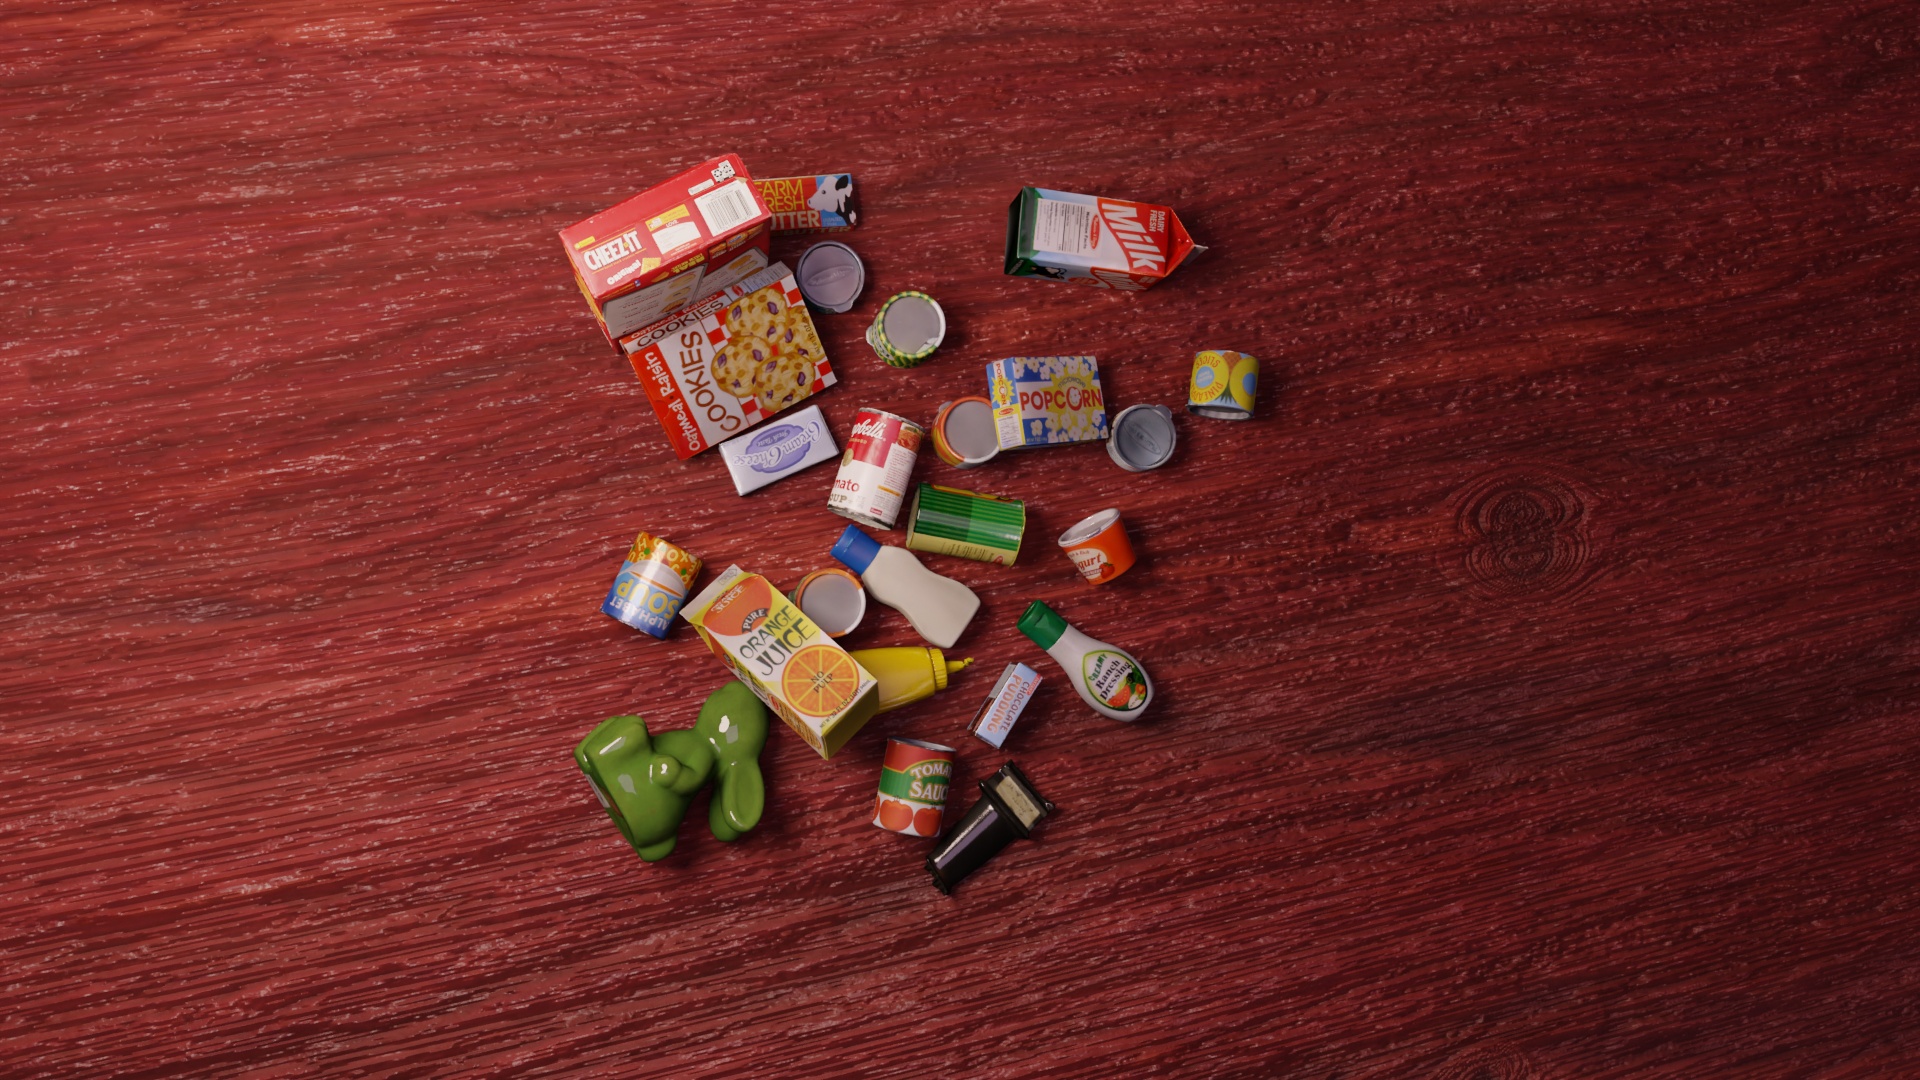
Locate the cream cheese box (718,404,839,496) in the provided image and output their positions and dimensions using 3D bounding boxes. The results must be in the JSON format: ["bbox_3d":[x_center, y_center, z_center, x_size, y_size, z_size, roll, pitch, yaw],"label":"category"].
[{"bbox_3d":[-0.175,-0.086,1.334,0.104,0.024,0.053,-24,92,-11],"label":"cream cheese box"}]

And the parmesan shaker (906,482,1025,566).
[{"bbox_3d":[0.005,-0.017,1.339,0.103,0.071,0.071,10,85,-9],"label":"parmesan shaker"}]

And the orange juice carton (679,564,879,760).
[{"bbox_3d":[-0.166,0.103,1.265,0.193,0.072,0.072,40,69,16],"label":"orange juice carton"}]

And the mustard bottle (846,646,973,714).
[{"bbox_3d":[-0.065,0.132,1.329,0.160,0.048,0.065,-9,81,-11],"label":"mustard bottle"}]

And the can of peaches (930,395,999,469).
[{"bbox_3d":[0.006,-0.107,1.351,0.071,0.058,0.071,0,88,-10],"label":"can of peaches"}]

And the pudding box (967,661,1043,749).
[{"bbox_3d":[0.043,0.159,1.347,0.030,0.049,0.084,34,81,-5],"label":"pudding box"}]

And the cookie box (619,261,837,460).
[{"bbox_3d":[-0.214,-0.166,1.293,0.168,0.040,0.122,-29,128,-11],"label":"cookie box"}]

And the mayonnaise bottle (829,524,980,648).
[{"bbox_3d":[-0.056,0.040,1.341,0.148,0.041,0.065,36,80,-5],"label":"mayonnaise bottle"}]

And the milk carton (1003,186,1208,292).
[{"bbox_3d":[0.144,-0.295,1.380,0.191,0.072,0.073,6,86,-9],"label":"milk carton"}]

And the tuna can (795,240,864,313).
[{"bbox_3d":[-0.126,-0.252,1.348,0.071,0.033,0.071,1,87,-10],"label":"tuna can"}]

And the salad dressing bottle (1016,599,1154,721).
[{"bbox_3d":[0.122,0.117,1.367,0.147,0.044,0.064,39,80,-6],"label":"salad dressing bottle"}]

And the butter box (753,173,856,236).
[{"bbox_3d":[-0.155,-0.326,1.352,0.104,0.024,0.053,-7,88,-11],"label":"butter box"}]

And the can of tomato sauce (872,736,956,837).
[{"bbox_3d":[-0.043,0.233,1.317,0.071,0.071,0.083,12,86,-9],"label":"can of tomato sauce"}]

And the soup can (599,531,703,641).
[{"bbox_3d":[-0.285,0.042,1.284,0.071,0.071,0.084,26,83,-8],"label":"soup can"}]

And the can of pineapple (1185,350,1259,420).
[{"bbox_3d":[0.263,-0.156,1.395,0.071,0.071,0.058,9,85,-10],"label":"can of pineapple"}]

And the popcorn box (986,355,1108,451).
[{"bbox_3d":[0.085,-0.134,1.345,0.127,0.038,0.085,-8,88,-45],"label":"popcorn box"}]

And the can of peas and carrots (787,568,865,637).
[{"bbox_3d":[-0.128,0.059,1.317,0.071,0.058,0.071,1,87,-10],"label":"can of peas and carrots"}]

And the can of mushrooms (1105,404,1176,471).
[{"bbox_3d":[0.182,-0.104,1.395,0.071,0.033,0.071,1,87,-9],"label":"can of mushrooms"}]

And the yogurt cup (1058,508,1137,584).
[{"bbox_3d":[0.138,0.007,1.367,0.072,0.072,0.054,-32,101,-10],"label":"yogurt cup"}]

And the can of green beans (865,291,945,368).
[{"bbox_3d":[-0.051,-0.204,1.346,0.071,0.058,0.071,1,87,-10],"label":"can of green beans"}]
